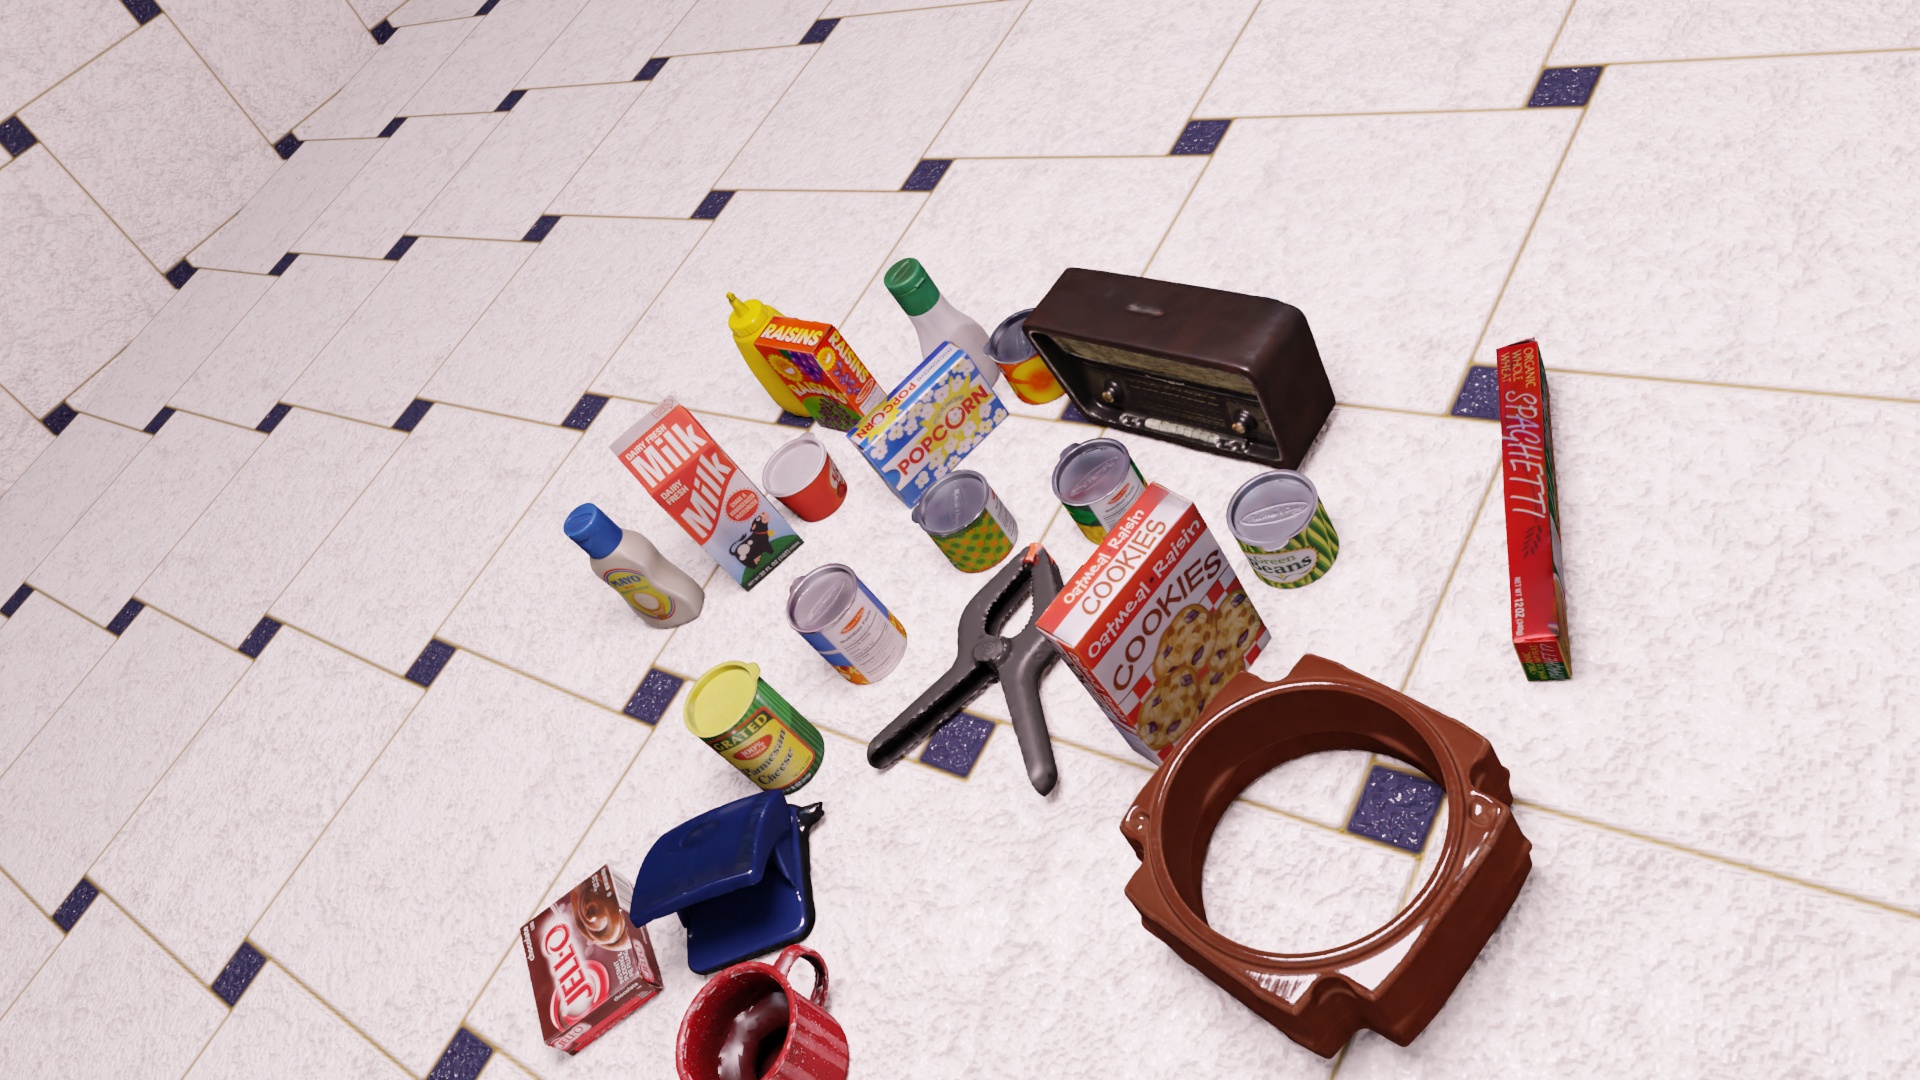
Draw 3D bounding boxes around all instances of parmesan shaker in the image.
[{"bbox_3d":[-0.157,0.146,1.084,0.071,0.102,0.072,-18,47,20],"label":"parmesan shaker"}]

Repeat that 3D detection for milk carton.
[{"bbox_3d":[-0.227,-0.047,1.230,0.072,0.190,0.073,-42,43,-4],"label":"milk carton"}]

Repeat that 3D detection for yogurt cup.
[{"bbox_3d":[-0.141,-0.054,1.278,0.072,0.053,0.073,-18,47,20],"label":"yogurt cup"}]

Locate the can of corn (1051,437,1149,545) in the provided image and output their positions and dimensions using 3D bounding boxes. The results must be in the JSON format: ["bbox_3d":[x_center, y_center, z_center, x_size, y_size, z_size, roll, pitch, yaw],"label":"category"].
[{"bbox_3d":[0.112,-0.039,1.096,0.071,0.058,0.071,-18,47,20],"label":"can of corn"}]

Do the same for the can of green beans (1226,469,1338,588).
[{"bbox_3d":[0.230,-0.007,0.991,0.071,0.057,0.071,-18,47,20],"label":"can of green beans"}]

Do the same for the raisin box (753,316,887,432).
[{"bbox_3d":[-0.125,-0.153,1.302,0.086,0.123,0.040,16,65,41],"label":"raisin box"}]

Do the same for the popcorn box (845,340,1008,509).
[{"bbox_3d":[-0.028,-0.102,1.222,0.127,0.085,0.038,-45,43,-7],"label":"popcorn box"}]

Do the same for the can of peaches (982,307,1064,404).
[{"bbox_3d":[0.064,-0.162,1.232,0.071,0.058,0.071,-18,47,20],"label":"can of peaches"}]

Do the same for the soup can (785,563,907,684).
[{"bbox_3d":[-0.093,0.067,1.123,0.071,0.083,0.072,-18,47,20],"label":"soup can"}]

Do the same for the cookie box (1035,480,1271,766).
[{"bbox_3d":[0.131,0.060,0.920,0.040,0.167,0.123,28,73,45],"label":"cookie box"}]

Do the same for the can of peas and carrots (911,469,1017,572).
[{"bbox_3d":[0.004,-0.014,1.146,0.071,0.058,0.071,-18,47,20],"label":"can of peas and carrots"}]

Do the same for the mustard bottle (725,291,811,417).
[{"bbox_3d":[-0.180,-0.187,1.340,0.049,0.159,0.065,2,57,35],"label":"mustard bottle"}]

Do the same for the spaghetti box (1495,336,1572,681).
[{"bbox_3d":[0.377,-0.026,0.916,0.028,0.050,0.251,-9,50,28],"label":"spaghetti box"}]

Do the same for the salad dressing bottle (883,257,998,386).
[{"bbox_3d":[-0.017,-0.190,1.243,0.044,0.147,0.064,23,70,43],"label":"salad dressing bottle"}]

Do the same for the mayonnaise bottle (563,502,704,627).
[{"bbox_3d":[-0.296,0.023,1.247,0.064,0.147,0.041,-14,48,24],"label":"mayonnaise bottle"}]
